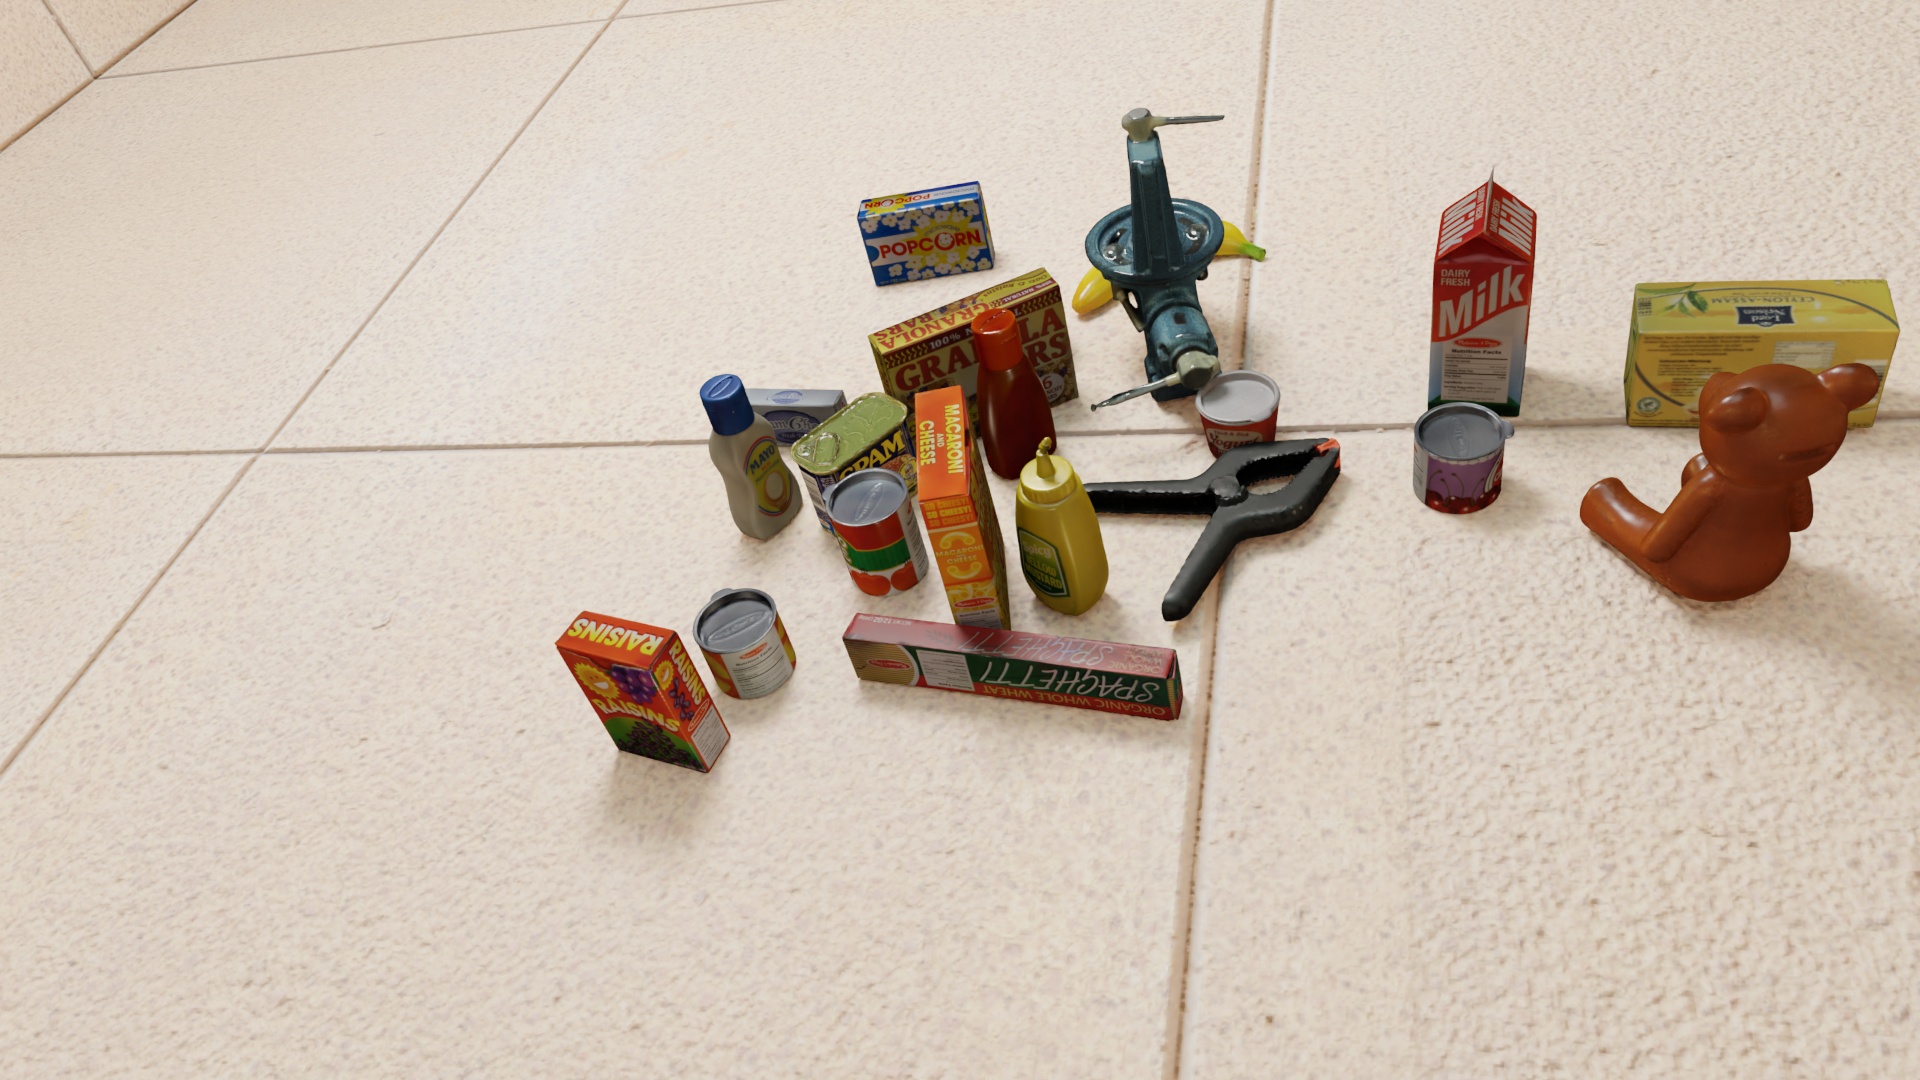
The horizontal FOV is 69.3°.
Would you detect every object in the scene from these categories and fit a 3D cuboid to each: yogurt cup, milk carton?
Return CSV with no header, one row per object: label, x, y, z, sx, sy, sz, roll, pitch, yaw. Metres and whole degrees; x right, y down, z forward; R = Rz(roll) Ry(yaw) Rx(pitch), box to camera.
yogurt cup,0.230,-0.100,1.146,0.072,0.053,0.073,-8,43,8
milk carton,0.410,-0.193,1.092,0.073,0.189,0.073,5,47,21

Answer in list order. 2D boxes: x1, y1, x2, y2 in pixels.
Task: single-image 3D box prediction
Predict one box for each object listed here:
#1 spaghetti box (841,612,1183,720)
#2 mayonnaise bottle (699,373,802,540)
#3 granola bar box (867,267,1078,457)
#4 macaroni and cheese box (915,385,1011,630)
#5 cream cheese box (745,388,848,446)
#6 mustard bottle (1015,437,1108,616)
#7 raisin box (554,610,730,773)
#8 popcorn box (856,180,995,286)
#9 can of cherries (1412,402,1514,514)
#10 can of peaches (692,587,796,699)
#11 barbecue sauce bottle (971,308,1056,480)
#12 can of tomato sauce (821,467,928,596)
spaghetti box,0.037,0.091,1.005,0.250,0.050,0.029,5,47,21
mayonnaise bottle,-0.178,-0.071,1.164,0.041,0.147,0.065,19,53,32
granola bar box,0.015,-0.151,1.210,0.166,0.123,0.039,-23,43,-8
macaroni and cheese box,0.004,-0.013,1.038,0.040,0.165,0.124,-10,43,6
cream cheese box,-0.151,-0.112,1.267,0.104,0.053,0.024,3,46,19
mustard bottle,0.069,-0.014,1.025,0.065,0.159,0.049,27,57,36
raisin box,-0.229,0.110,1.006,0.086,0.122,0.040,10,49,25
popcorn box,-0.034,-0.313,1.421,0.127,0.084,0.038,-7,43,9
can of cherries,0.383,-0.062,1.060,0.071,0.058,0.072,-8,43,8
can of peaches,-0.166,0.078,1.070,0.071,0.057,0.071,-8,43,8
barbecue sauce bottle,0.041,-0.123,1.155,0.065,0.147,0.044,-37,47,-22
can of tomato sauce,-0.068,-0.006,1.112,0.071,0.082,0.071,-8,43,8
